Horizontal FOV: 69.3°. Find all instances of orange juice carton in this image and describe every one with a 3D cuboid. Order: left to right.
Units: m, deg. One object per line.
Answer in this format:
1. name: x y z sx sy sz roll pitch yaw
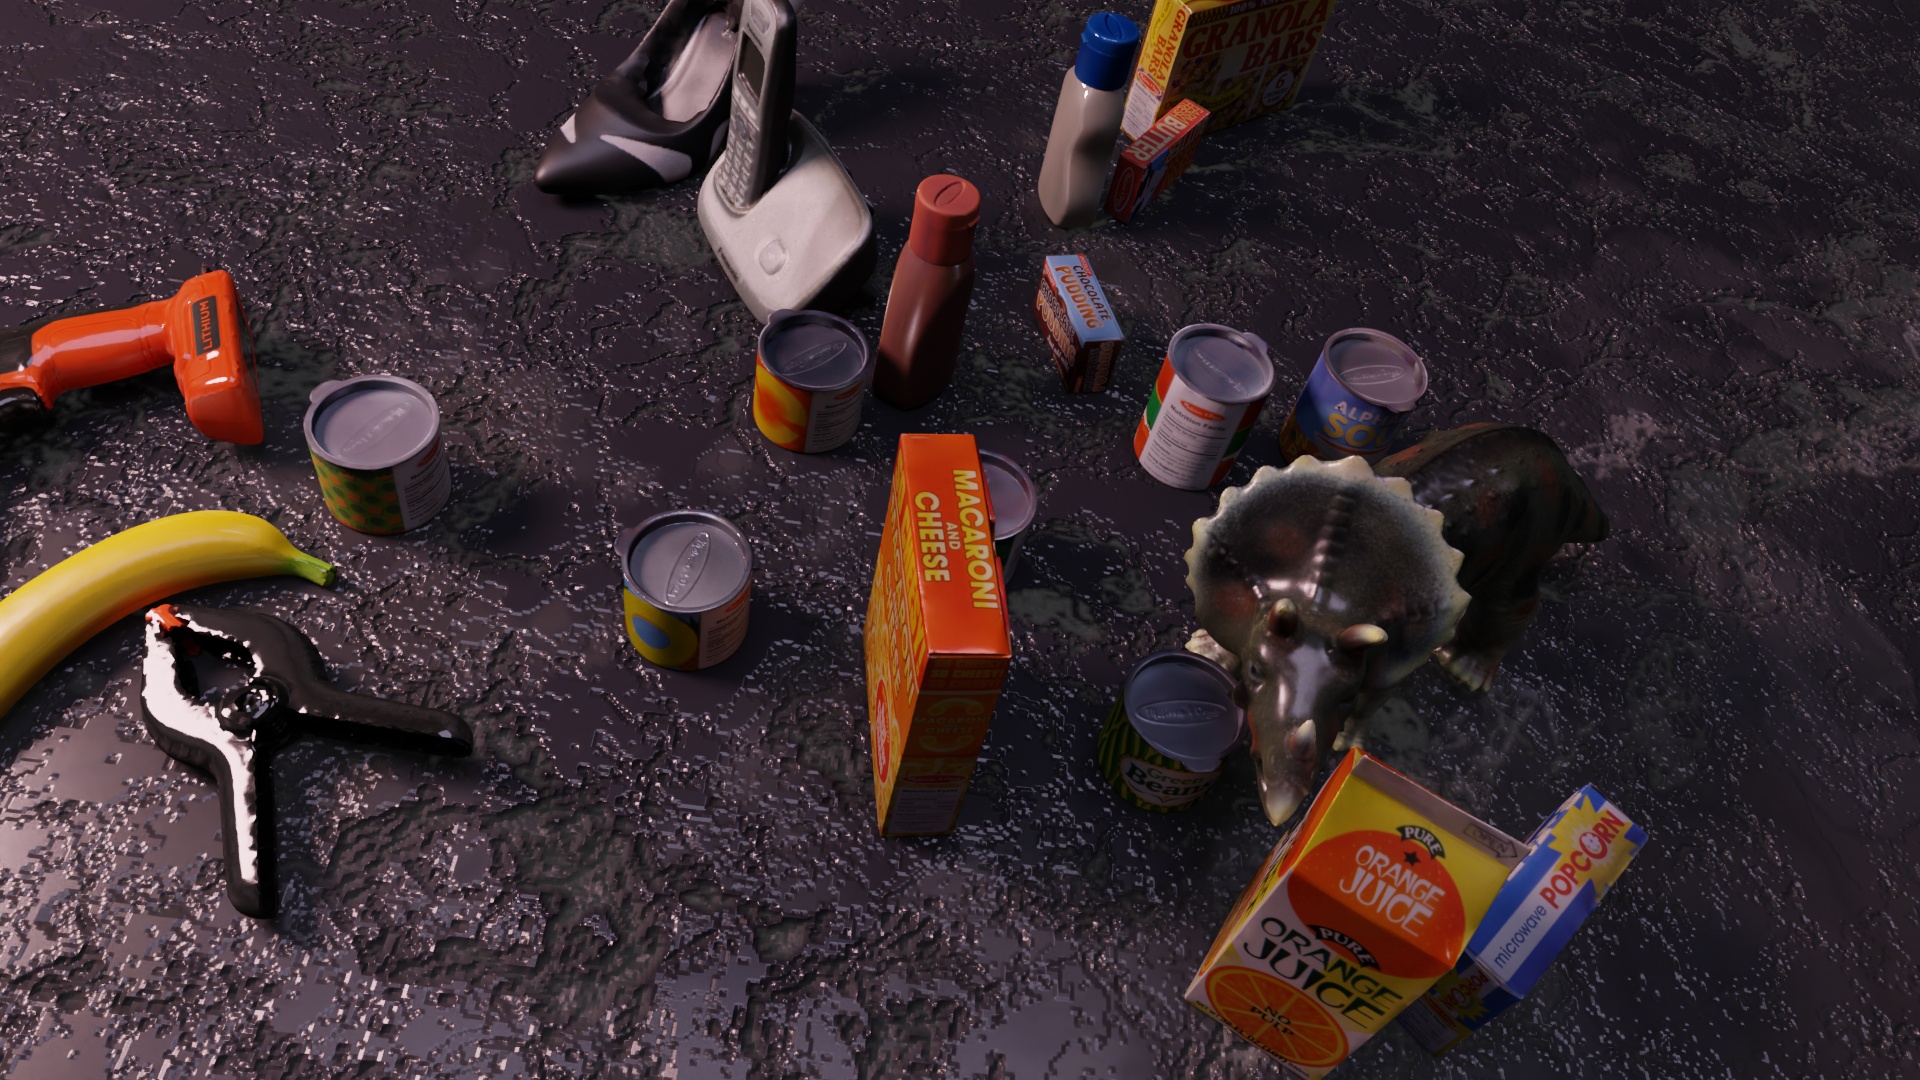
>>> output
1. orange juice carton: 0.169 0.157 0.601 0.072 0.191 0.073 31 52 12

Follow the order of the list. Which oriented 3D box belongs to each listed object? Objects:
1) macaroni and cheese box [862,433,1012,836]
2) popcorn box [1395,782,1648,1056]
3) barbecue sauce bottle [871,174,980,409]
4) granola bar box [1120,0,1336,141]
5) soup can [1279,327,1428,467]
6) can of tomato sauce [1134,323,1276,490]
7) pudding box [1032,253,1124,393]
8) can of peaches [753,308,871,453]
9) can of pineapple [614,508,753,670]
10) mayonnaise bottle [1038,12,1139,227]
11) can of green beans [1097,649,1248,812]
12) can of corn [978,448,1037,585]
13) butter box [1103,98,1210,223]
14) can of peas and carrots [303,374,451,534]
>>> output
1. macaroni and cheese box: -0.015 0.048 0.664 0.040 0.165 0.124 1 52 -12
2. popcorn box: 0.267 0.183 0.671 0.127 0.084 0.038 -33 65 -32
3. barbecue sauce bottle: -0.018 -0.148 0.831 0.044 0.147 0.065 32 53 13
4. granola bar box: 0.210 -0.382 1.081 0.166 0.123 0.039 -24 61 -28
5. soup can: 0.247 -0.080 0.876 0.071 0.083 0.072 6 51 -8
6. can of tomato sauce: 0.150 -0.082 0.857 0.071 0.082 0.071 6 51 -8
7. pudding box: 0.077 -0.143 0.911 0.030 0.049 0.084 -6 54 -17
8. can of peaches: -0.091 -0.096 0.832 0.071 0.057 0.071 6 51 -8
9. can of pineapple: -0.144 0.025 0.725 0.071 0.057 0.071 6 51 -8
10. mayonnaise bottle: 0.089 -0.293 0.969 0.041 0.147 0.065 -3 53 -14
11. can of green beans: 0.109 0.100 0.720 0.071 0.057 0.071 6 51 -8
12. can of corn: 0.003 -0.010 0.784 0.071 0.058 0.071 6 51 -8
13. butter box: 0.146 -0.283 1.035 0.024 0.052 0.104 33 53 14
14. can of peas and carrots: -0.313 -0.046 0.744 0.071 0.058 0.071 6 51 -8
